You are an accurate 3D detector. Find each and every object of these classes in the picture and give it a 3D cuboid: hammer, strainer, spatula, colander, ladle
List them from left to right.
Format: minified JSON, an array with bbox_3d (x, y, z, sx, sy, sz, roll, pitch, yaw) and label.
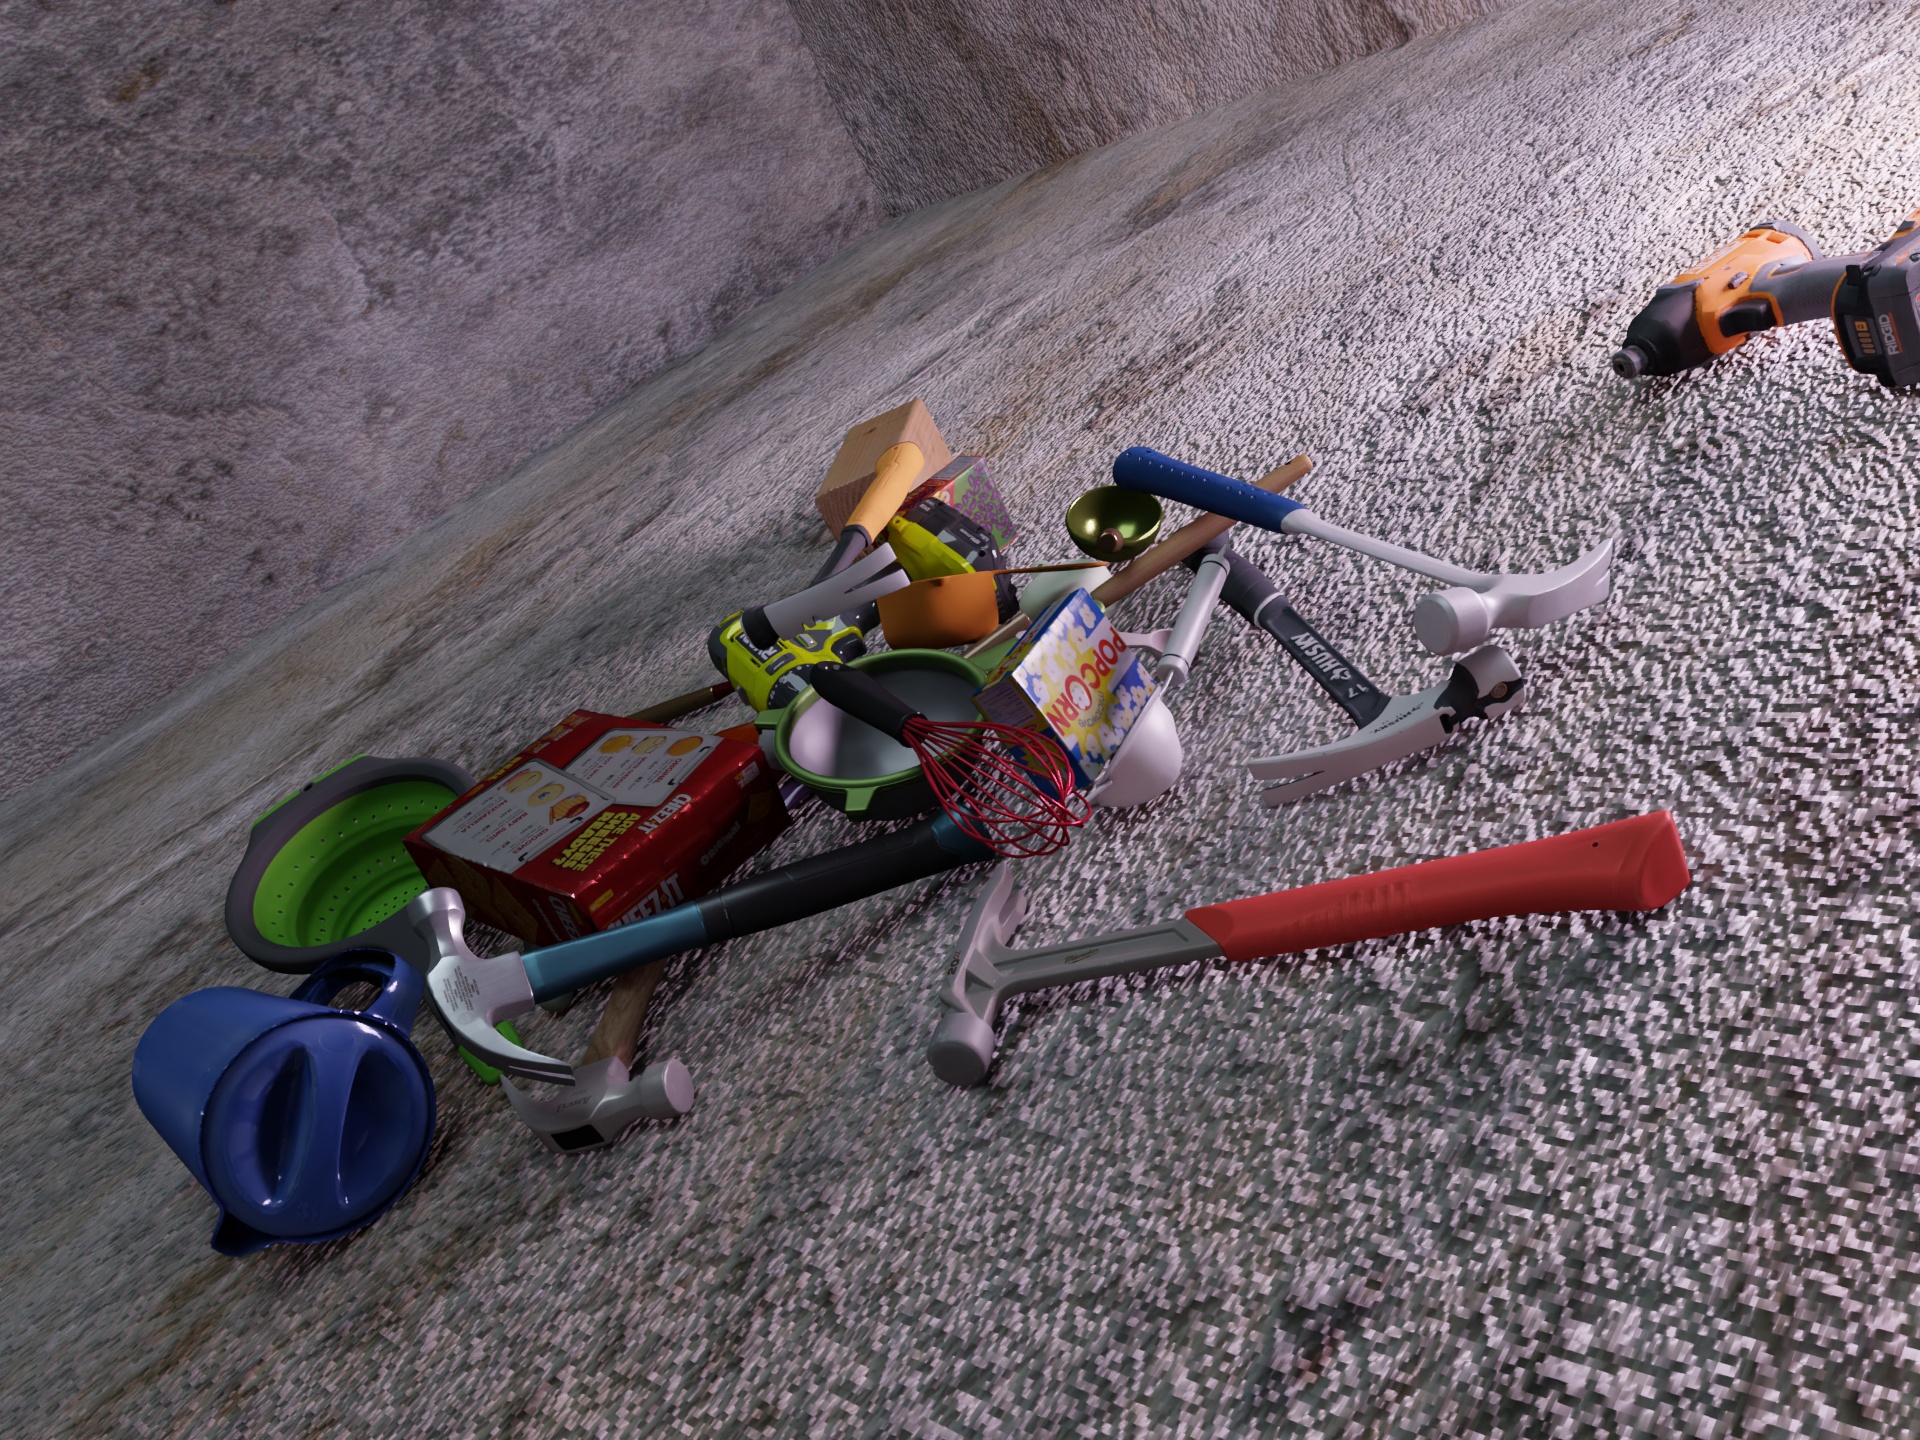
[{"bbox_3d":[-0.394,0.164,1.159,0.204,0.094,0.397,-36,43,-19],"label":"colander"},{"bbox_3d":[-0.201,0.145,1.022,0.130,0.031,0.332,-21,27,17],"label":"hammer"},{"bbox_3d":[-0.239,-0.017,1.414,0.315,0.031,0.069,-19,29,23],"label":"ladle"},{"bbox_3d":[-0.137,0.111,0.918,0.331,0.033,0.128,-17,64,-18],"label":"hammer"},{"bbox_3d":[-0.078,0.021,1.136,0.316,0.018,0.060,-37,23,1],"label":"spatula"},{"bbox_3d":[-0.070,-0.157,1.253,0.127,0.034,0.337,-23,21,21],"label":"hammer"},{"bbox_3d":[-0.002,-0.003,1.088,0.256,0.069,0.152,-28,37,-20],"label":"strainer"},{"bbox_3d":[0.109,-0.143,1.150,0.078,0.062,0.320,-4,7,7],"label":"ladle"},{"bbox_3d":[0.131,-0.026,0.982,0.050,0.086,0.259,24,53,5],"label":"strainer"},{"bbox_3d":[0.203,-0.061,1.029,0.149,0.036,0.409,-28,23,2],"label":"hammer"},{"bbox_3d":[0.155,0.092,0.768,0.359,0.036,0.149,-16,26,26],"label":"hammer"},{"bbox_3d":[0.227,-0.124,1.015,0.144,0.035,0.406,-14,25,-23],"label":"hammer"}]

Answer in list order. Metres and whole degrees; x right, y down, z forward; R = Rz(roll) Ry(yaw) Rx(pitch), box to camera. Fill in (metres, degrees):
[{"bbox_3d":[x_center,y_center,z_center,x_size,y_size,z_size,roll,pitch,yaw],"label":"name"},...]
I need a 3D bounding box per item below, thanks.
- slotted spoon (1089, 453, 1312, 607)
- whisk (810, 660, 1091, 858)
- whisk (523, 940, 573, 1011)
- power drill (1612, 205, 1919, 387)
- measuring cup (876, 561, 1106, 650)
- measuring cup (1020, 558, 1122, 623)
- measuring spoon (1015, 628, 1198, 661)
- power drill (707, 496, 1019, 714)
[{"bbox_3d":[0.118,-0.101,1.150,0.314,0.031,0.070,-33,22,5],"label":"slotted spoon"},{"bbox_3d":[-0.018,0.012,0.965,0.073,0.073,0.296,-35,33,-17],"label":"whisk"},{"bbox_3d":[-0.305,0.141,1.144,0.057,0.059,0.247,-5,22,-19],"label":"whisk"},{"bbox_3d":[0.547,-0.269,1.034,0.164,0.084,0.227,-33,20,-10],"label":"power drill"},{"bbox_3d":[0.026,-0.083,1.168,0.173,0.052,0.095,-8,3,-7],"label":"measuring cup"},{"bbox_3d":[0.073,-0.112,1.259,0.083,0.038,0.168,-27,26,1],"label":"measuring cup"},{"bbox_3d":[0.098,-0.049,1.075,0.124,0.018,0.034,3,35,-2],"label":"measuring spoon"},{"bbox_3d":[-0.070,-0.070,1.266,0.228,0.080,0.191,-35,41,-14],"label":"power drill"}]
